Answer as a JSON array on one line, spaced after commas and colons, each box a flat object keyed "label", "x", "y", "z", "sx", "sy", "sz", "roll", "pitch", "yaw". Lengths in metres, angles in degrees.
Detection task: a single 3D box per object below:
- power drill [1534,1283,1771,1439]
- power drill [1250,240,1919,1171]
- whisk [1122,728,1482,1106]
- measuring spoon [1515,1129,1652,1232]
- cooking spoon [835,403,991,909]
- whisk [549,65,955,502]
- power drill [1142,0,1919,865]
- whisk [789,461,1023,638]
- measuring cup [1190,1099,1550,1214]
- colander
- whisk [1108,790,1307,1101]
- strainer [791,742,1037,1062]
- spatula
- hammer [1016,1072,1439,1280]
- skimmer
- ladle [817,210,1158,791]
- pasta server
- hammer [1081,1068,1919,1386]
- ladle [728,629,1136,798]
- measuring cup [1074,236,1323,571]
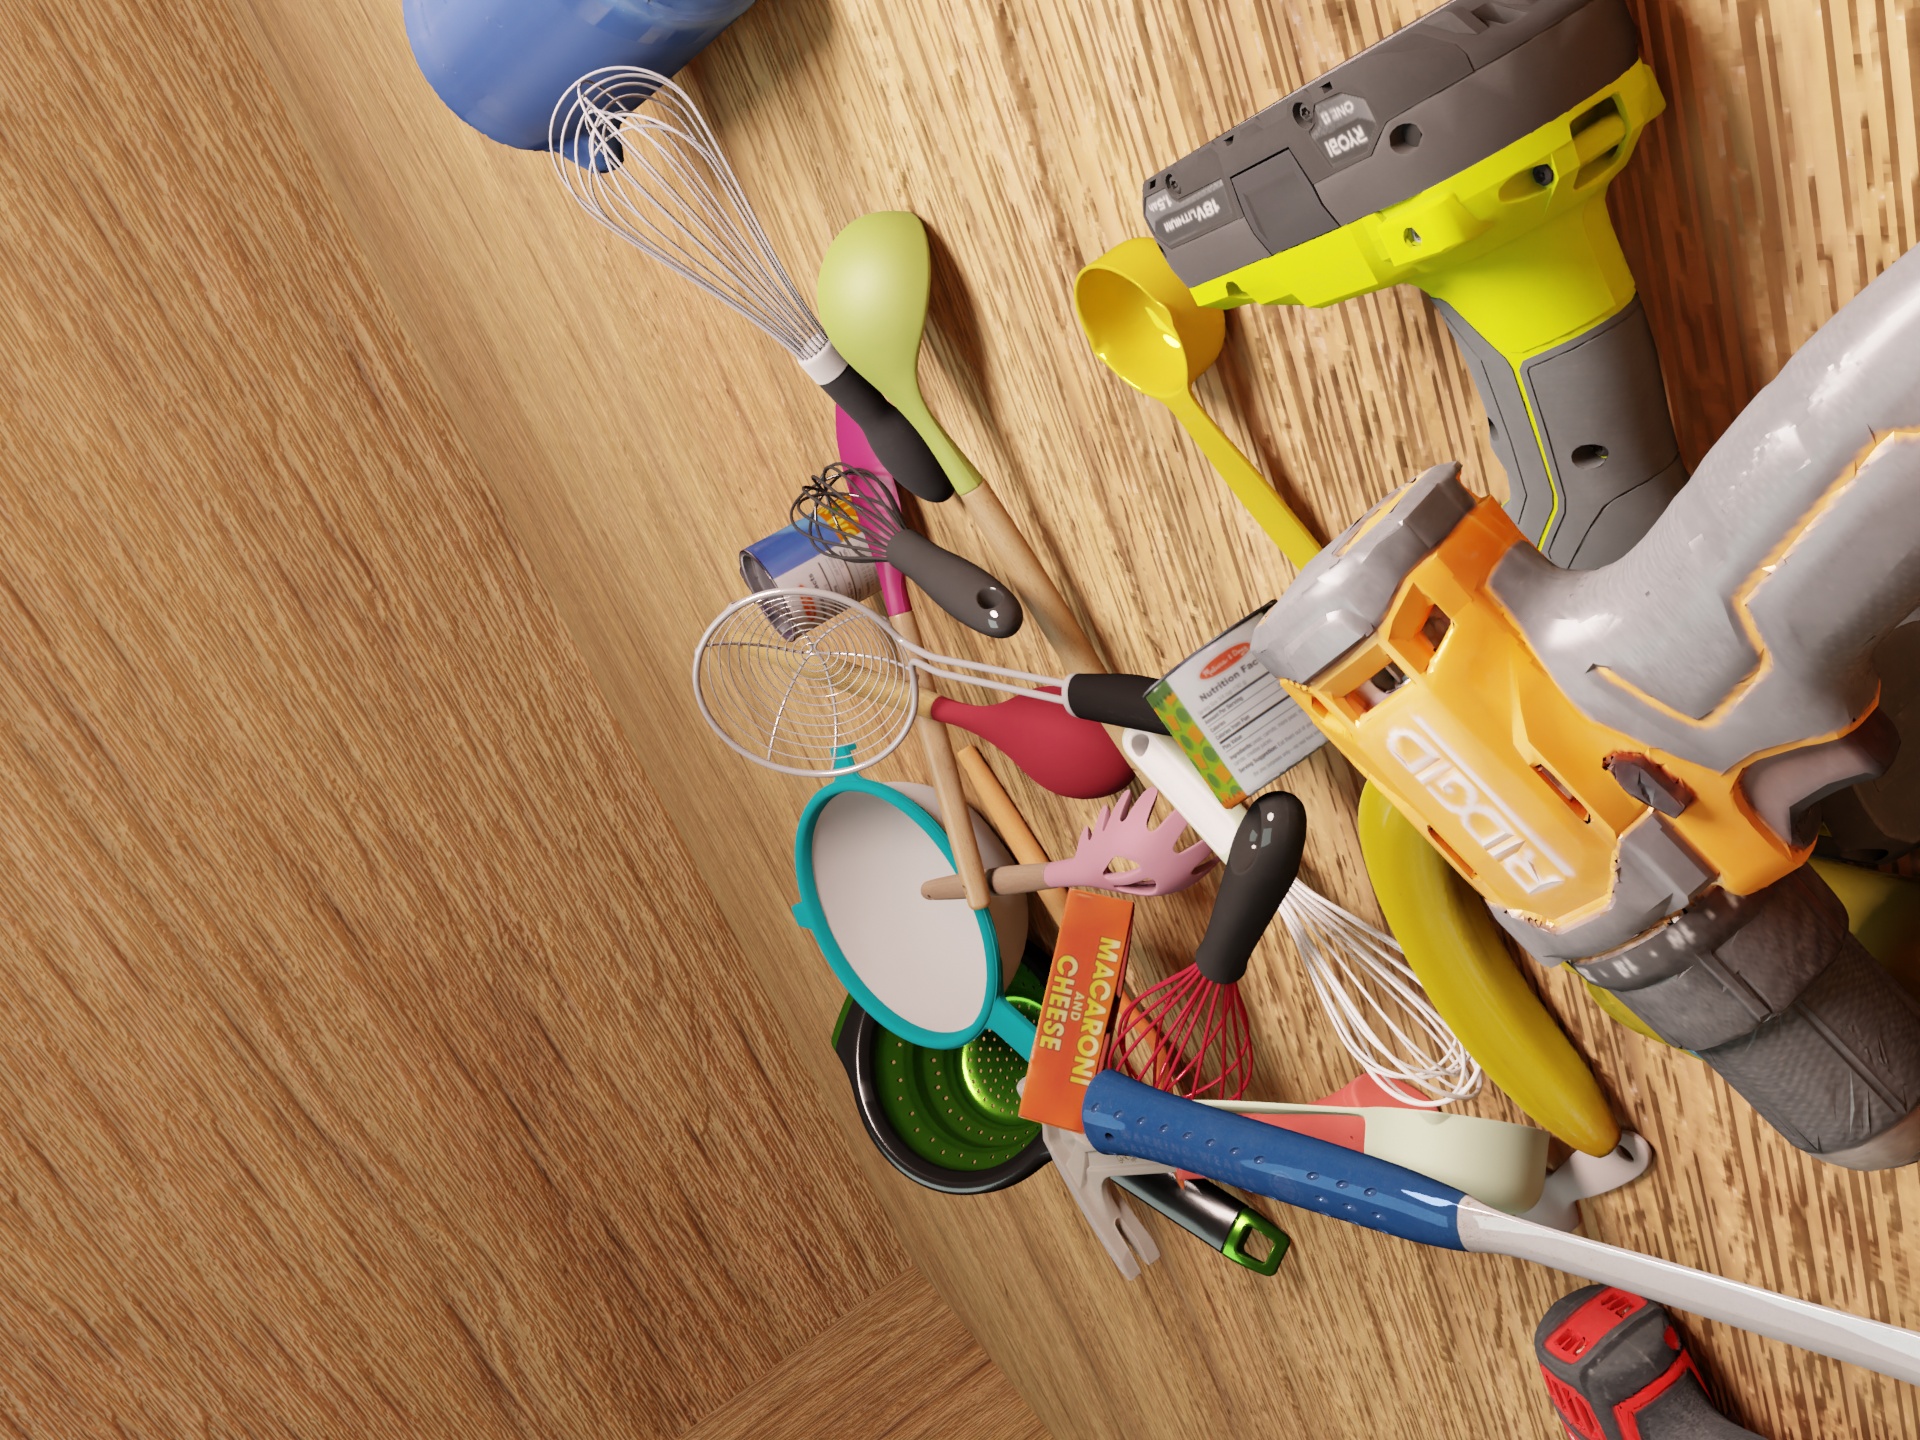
[{"label": "power drill", "x": 0.325, "y": 0.321, "z": 0.611, "sx": 0.143, "sy": 0.078, "sz": 0.220, "roll": 63, "pitch": 165, "yaw": -15}, {"label": "power drill", "x": 0.183, "y": -0.009, "z": 0.297, "sx": 0.185, "sy": 0.084, "sz": 0.226, "roll": 47, "pitch": 141, "yaw": 2}, {"label": "whisk", "x": 0.149, "y": 0.079, "z": 0.730, "sx": 0.247, "sy": 0.059, "sz": 0.057, "roll": 51, "pitch": 123, "yaw": 36}, {"label": "measuring spoon", "x": 0.258, "y": 0.195, "z": 0.670, "sx": 0.034, "sy": 0.018, "sz": 0.124, "roll": 51, "pitch": 161, "yaw": 22}, {"label": "cooking spoon", "x": -0.029, "y": -0.039, "z": 0.953, "sx": 0.069, "sy": 0.017, "sz": 0.319, "roll": -3, "pitch": 103, "yaw": 69}, {"label": "whisk", "x": -0.086, "y": -0.200, "z": 0.778, "sx": 0.284, "sy": 0.070, "sz": 0.070, "roll": 43, "pitch": 175, "yaw": -38}, {"label": "power drill", "x": 0.145, "y": -0.068, "z": 0.435, "sx": 0.228, "sy": 0.080, "sz": 0.191, "roll": 59, "pitch": 162, "yaw": -14}, {"label": "whisk", "x": -0.031, "y": -0.089, "z": 0.843, "sx": 0.239, "sy": 0.055, "sz": 0.055, "roll": 39, "pitch": 155, "yaw": 54}, {"label": "measuring cup", "x": 0.173, "y": 0.192, "z": 0.706, "sx": 0.167, "sy": 0.038, "sz": 0.083, "roll": -3, "pitch": 161, "yaw": 30}, {"label": "colander", "x": 0.083, "y": 0.294, "z": 1.201, "sx": 0.397, "sy": 0.204, "sz": 0.094, "roll": 26, "pitch": -178, "yaw": 33}, {"label": "whisk", "x": 0.116, "y": 0.120, "z": 0.729, "sx": 0.073, "sy": 0.073, "sz": 0.295, "roll": 49, "pitch": 154, "yaw": 27}, {"label": "strainer", "x": 0.023, "y": 0.164, "z": 1.143, "sx": 0.341, "sy": 0.095, "sz": 0.210, "roll": 40, "pitch": 135, "yaw": 25}, {"label": "spatula", "x": 0.079, "y": 0.161, "z": 1.072, "sx": 0.322, "sy": 0.041, "sz": 0.081, "roll": 59, "pitch": 180, "yaw": 4}, {"label": "hammer", "x": 0.150, "y": 0.253, "z": 0.911, "sx": 0.149, "sy": 0.037, "sz": 0.359, "roll": 59, "pitch": 151, "yaw": 2}, {"label": "skimmer", "x": -0.001, "y": -0.003, "z": 0.800, "sx": 0.363, "sy": 0.090, "sz": 0.127, "roll": 13, "pitch": 137, "yaw": 48}, {"label": "ladle", "x": 0.029, "y": -0.100, "z": 0.783, "sx": 0.320, "sy": 0.062, "sz": 0.078, "roll": 56, "pitch": 163, "yaw": -18}, {"label": "pasta server", "x": 0.048, "y": 0.088, "z": 0.941, "sx": 0.060, "sy": 0.040, "sz": 0.316, "roll": 46, "pitch": 157, "yaw": -11}, {"label": "hammer", "x": 0.202, "y": 0.188, "z": 0.601, "sx": 0.406, "sy": 0.035, "sz": 0.144, "roll": 4, "pitch": 123, "yaw": 48}, {"label": "ladle", "x": -0.031, "y": -0.015, "z": 0.930, "sx": 0.316, "sy": 0.031, "sz": 0.069, "roll": 19, "pitch": 126, "yaw": 39}, {"label": "measuring cup", "x": 0.102, "y": -0.111, "z": 0.584, "sx": 0.156, "sy": 0.029, "sz": 0.062, "roll": 49, "pitch": 165, "yaw": -12}]
